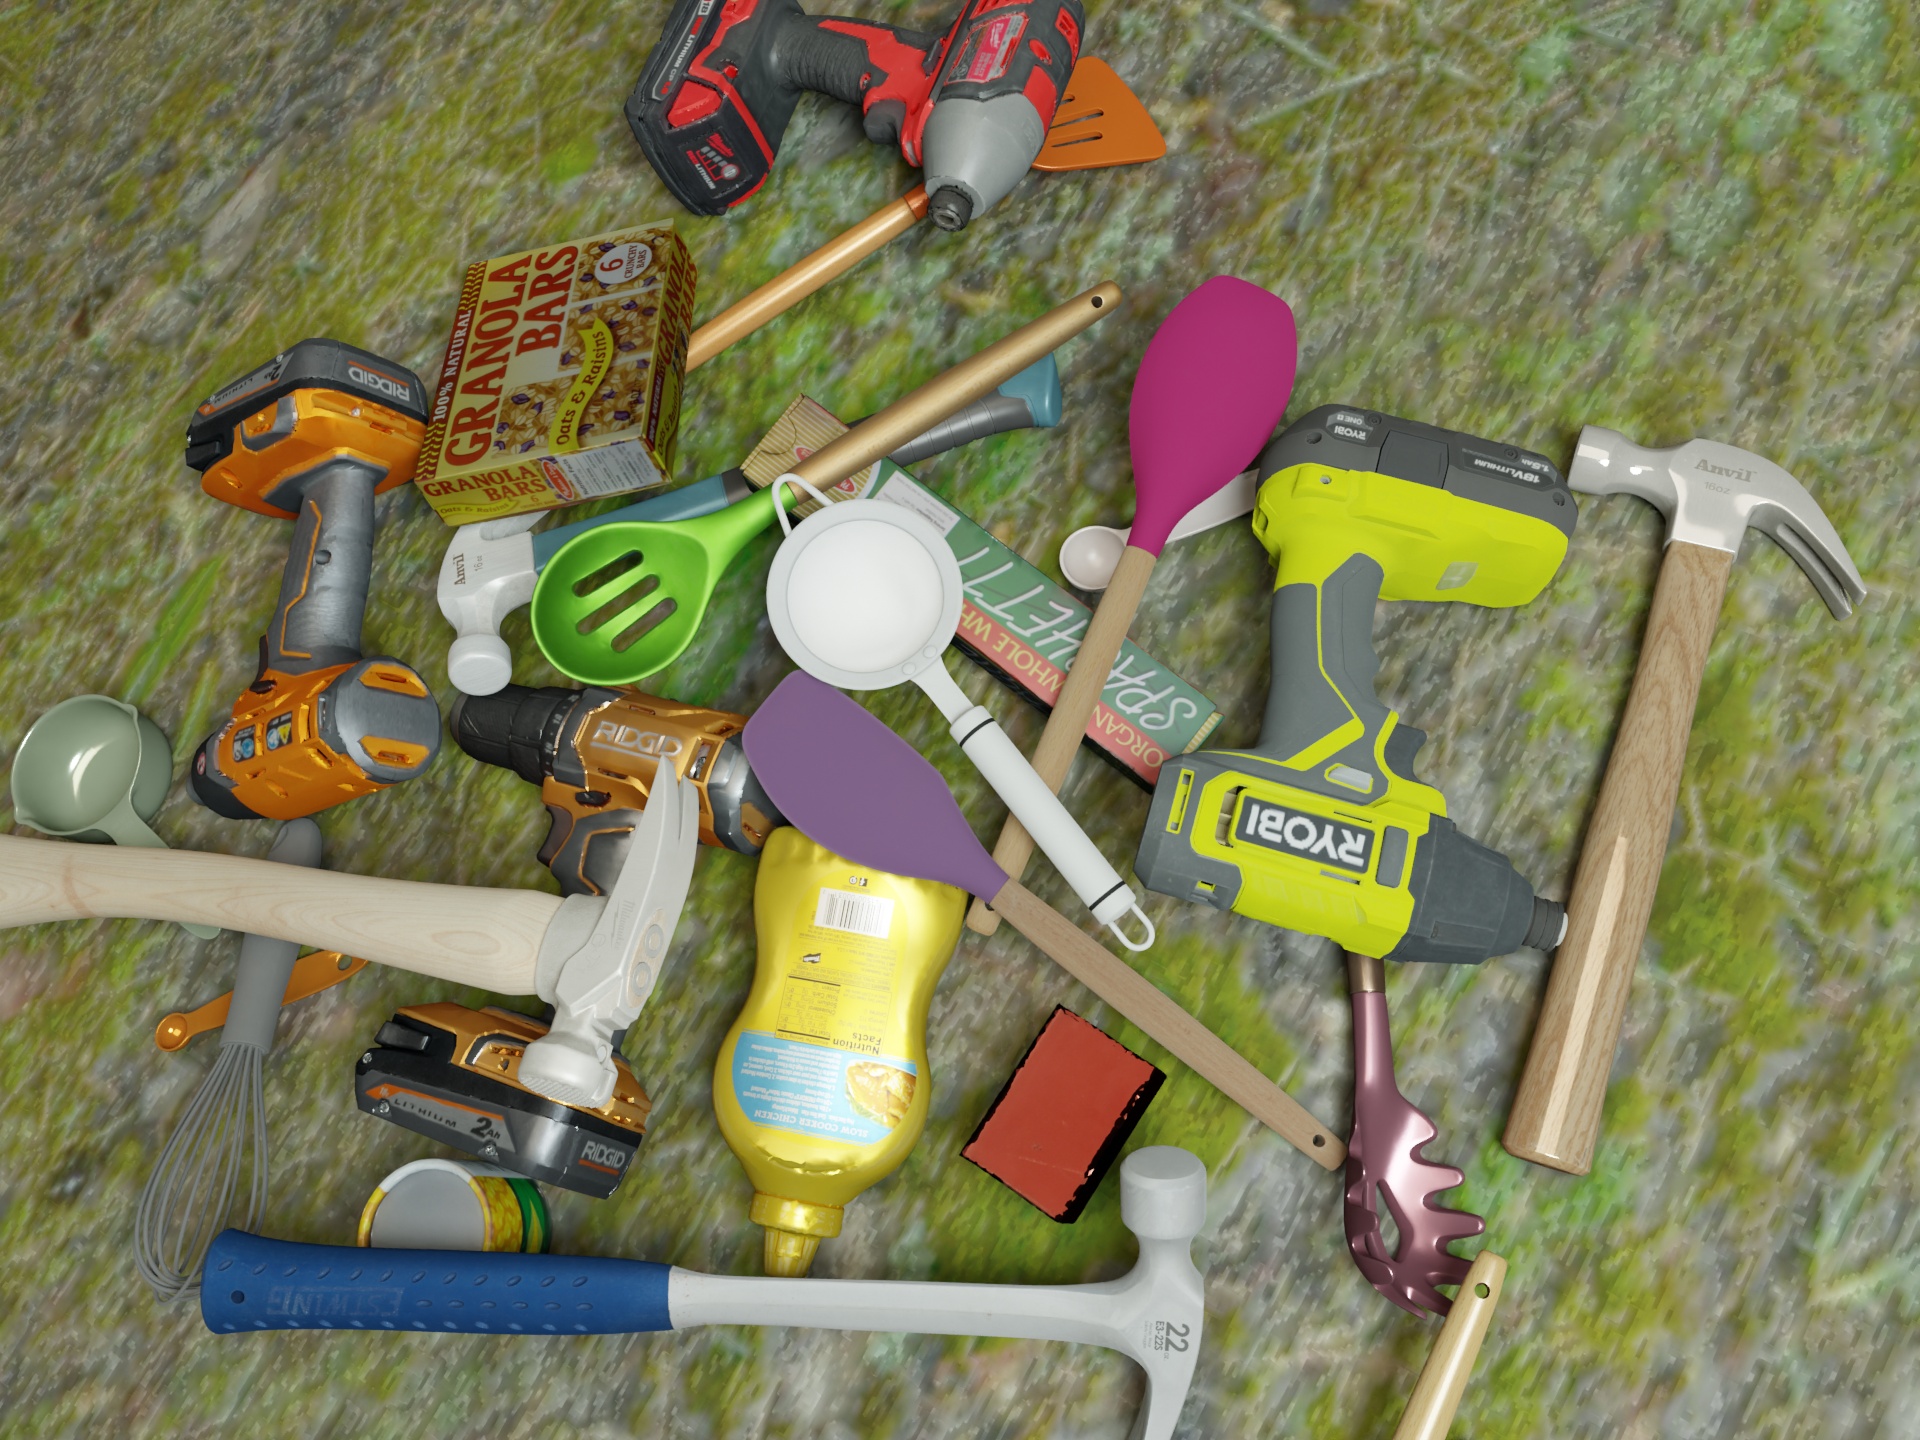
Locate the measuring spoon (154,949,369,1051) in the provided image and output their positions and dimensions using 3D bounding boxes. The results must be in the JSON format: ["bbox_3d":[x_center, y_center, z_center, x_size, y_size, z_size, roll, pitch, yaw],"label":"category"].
[{"bbox_3d":[-0.347,0.139,0.797,0.117,0.011,0.021,-22,62,0],"label":"measuring spoon"}]

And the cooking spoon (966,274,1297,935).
[{"bbox_3d":[0.072,-0.052,0.714,0.069,0.017,0.319,24,87,-1],"label":"cooking spoon"}]

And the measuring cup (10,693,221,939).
[{"bbox_3d":[-0.422,0.056,0.823,0.168,0.038,0.083,43,85,18],"label":"measuring cup"}]

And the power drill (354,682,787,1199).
[{"bbox_3d":[-0.195,0.086,0.745,0.185,0.084,0.226,13,71,23],"label":"power drill"}]

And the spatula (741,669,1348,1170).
[{"bbox_3d":[0.035,0.091,0.687,0.316,0.018,0.060,37,82,5],"label":"spatula"}]

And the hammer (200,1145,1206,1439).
[{"bbox_3d":[-0.106,0.241,0.645,0.405,0.035,0.144,0,100,5],"label":"hammer"}]

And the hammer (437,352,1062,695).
[{"bbox_3d":[-0.104,-0.116,0.802,0.331,0.033,0.128,-19,51,1],"label":"hammer"}]

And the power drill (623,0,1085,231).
[{"bbox_3d":[-0.055,-0.319,0.824,0.220,0.078,0.143,11,71,25],"label":"power drill"}]

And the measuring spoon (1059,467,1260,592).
[{"bbox_3d":[0.107,-0.094,0.777,0.124,0.018,0.034,-24,67,-4],"label":"measuring spoon"}]

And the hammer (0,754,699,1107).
[{"bbox_3d":[-0.312,0.074,0.730,0.411,0.038,0.146,4,61,23],"label":"hammer"}]

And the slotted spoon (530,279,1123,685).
[{"bbox_3d":[-0.055,-0.116,0.726,0.314,0.031,0.070,-33,99,-8],"label":"slotted spoon"}]

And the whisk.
[{"bbox_3d":[-0.340,0.153,0.756,0.055,0.055,0.239,-4,59,10],"label":"whisk"}]

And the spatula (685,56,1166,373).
[{"bbox_3d":[-0.045,-0.256,0.855,0.322,0.041,0.081,-32,68,5],"label":"spatula"}]

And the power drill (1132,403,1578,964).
[{"bbox_3d":[0.183,-0.012,0.679,0.171,0.080,0.223,15,68,6],"label":"power drill"}]

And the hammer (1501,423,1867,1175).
[{"bbox_3d":[0.295,0.031,0.687,0.130,0.031,0.331,16,77,16],"label":"hammer"}]

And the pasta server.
[{"bbox_3d":[0.180,0.090,0.688,0.060,0.040,0.316,12,67,-28],"label":"pasta server"}]

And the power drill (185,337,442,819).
[{"bbox_3d":[-0.341,-0.061,0.813,0.164,0.084,0.227,-17,71,31],"label":"power drill"}]

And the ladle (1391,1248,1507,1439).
[{"bbox_3d":[0.136,0.343,0.583,0.069,0.031,0.315,23,78,18],"label":"ladle"}]

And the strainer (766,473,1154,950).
[{"bbox_3d":[-0.001,-0.002,0.695,0.087,0.050,0.258,-37,78,-8],"label":"strainer"}]
